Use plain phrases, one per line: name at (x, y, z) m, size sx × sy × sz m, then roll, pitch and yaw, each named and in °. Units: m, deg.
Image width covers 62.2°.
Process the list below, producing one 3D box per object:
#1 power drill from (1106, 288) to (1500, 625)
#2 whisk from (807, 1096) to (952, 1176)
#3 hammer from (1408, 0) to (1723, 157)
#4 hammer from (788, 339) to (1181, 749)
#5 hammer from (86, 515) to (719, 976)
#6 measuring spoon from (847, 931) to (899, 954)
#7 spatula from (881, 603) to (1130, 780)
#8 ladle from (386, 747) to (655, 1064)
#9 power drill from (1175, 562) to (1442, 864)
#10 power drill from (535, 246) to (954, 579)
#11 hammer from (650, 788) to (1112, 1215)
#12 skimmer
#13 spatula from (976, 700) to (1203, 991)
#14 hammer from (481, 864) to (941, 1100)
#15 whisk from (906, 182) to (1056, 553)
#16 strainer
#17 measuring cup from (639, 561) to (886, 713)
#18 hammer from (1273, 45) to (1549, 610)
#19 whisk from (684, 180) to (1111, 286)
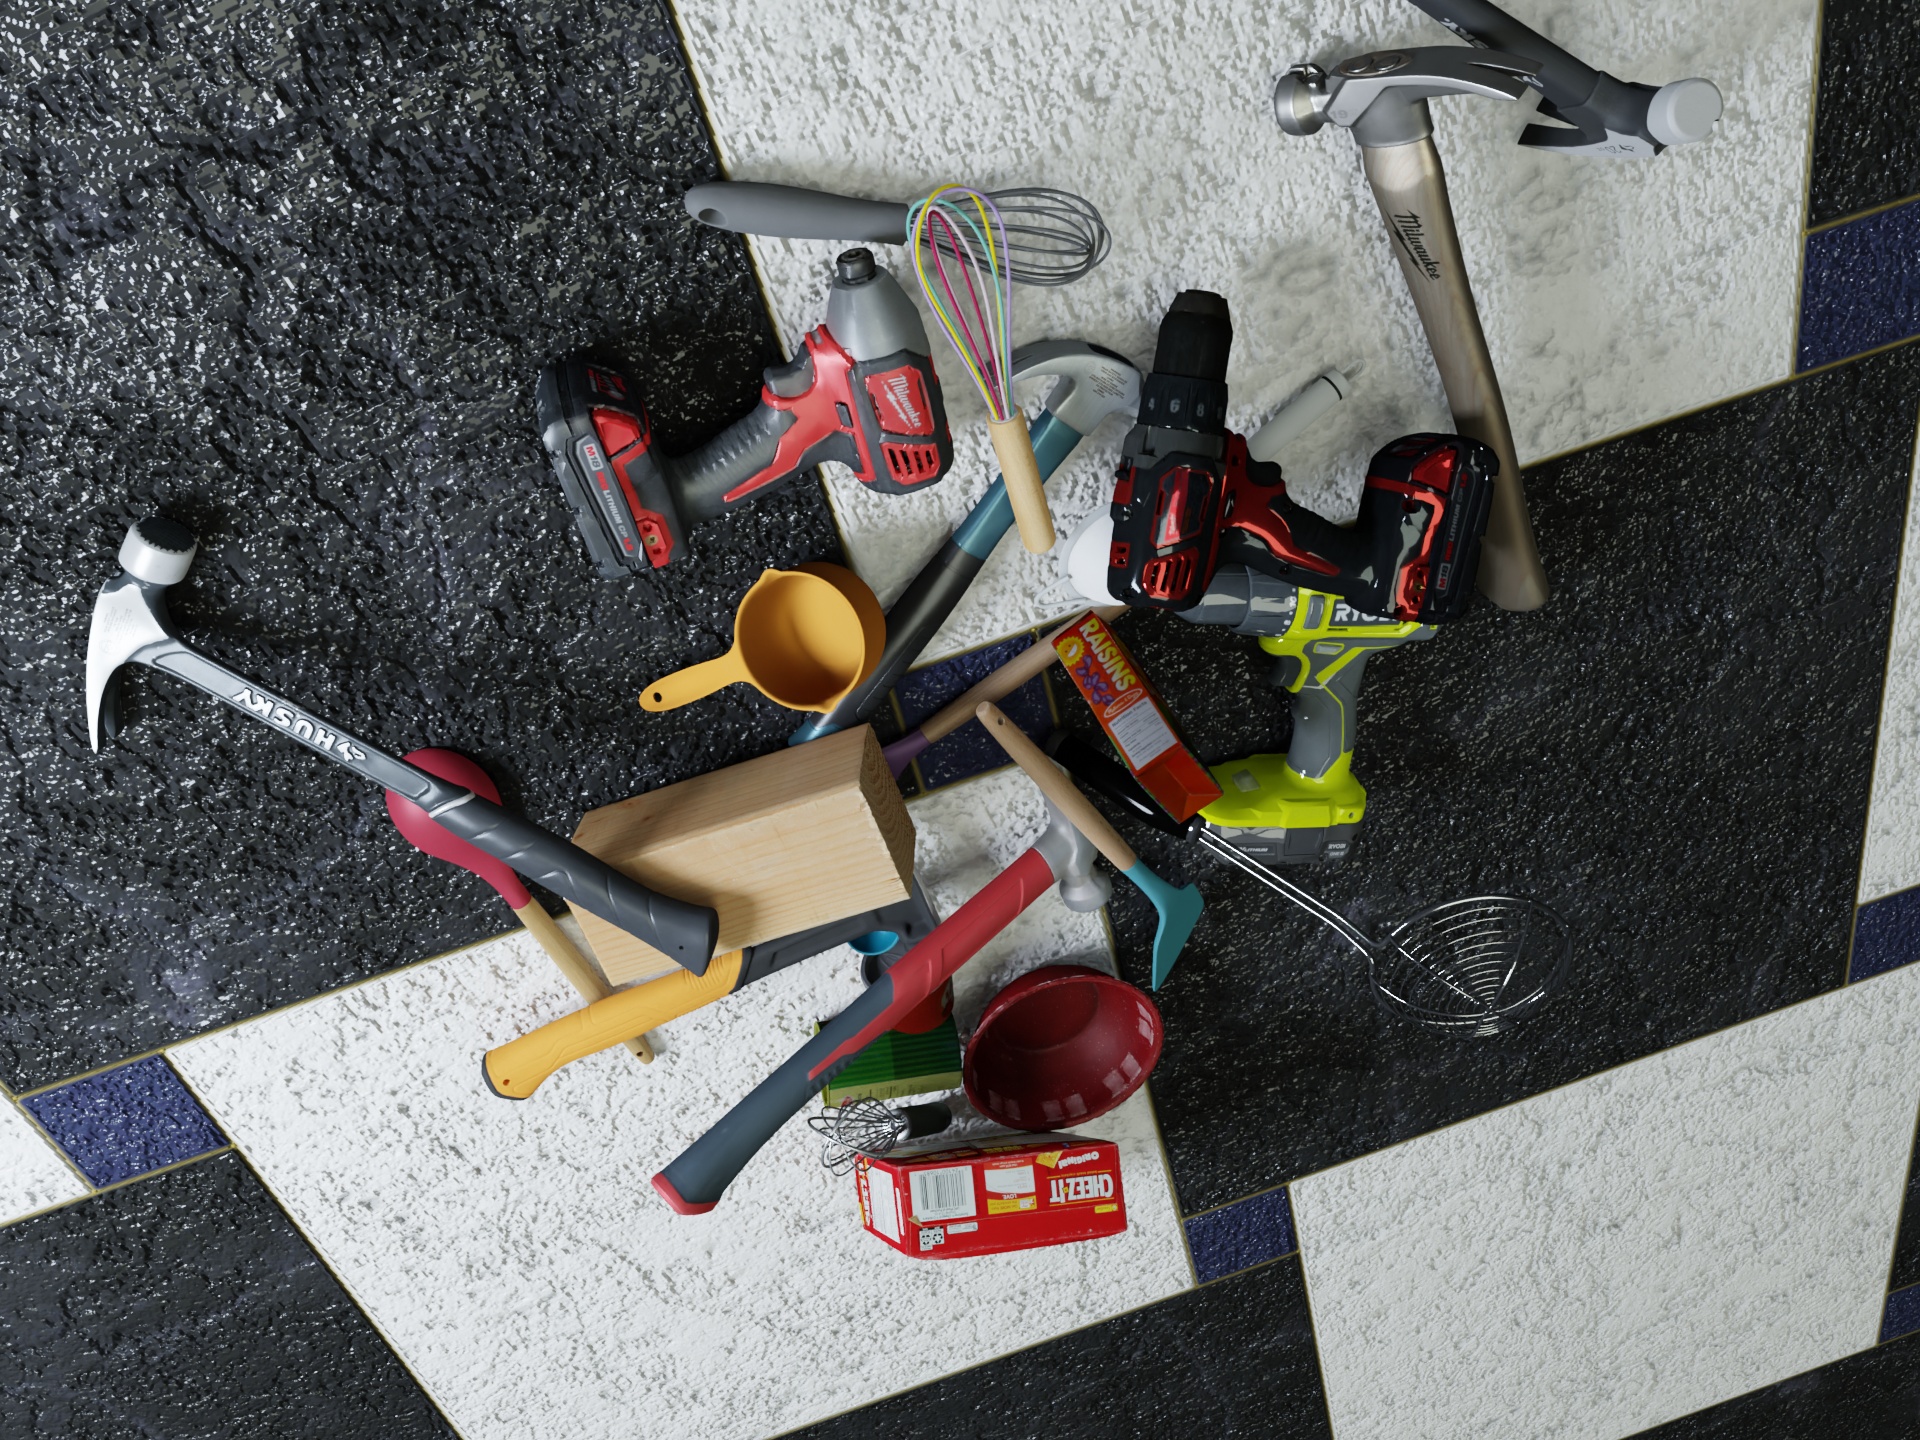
power drill at (0.204, -0.152, 0.965) m, size 0.226 × 0.080 × 0.188 m, roll 6°, pitch 101°, yaw -15°
whisk at (-0.051, 0.301, 1.180) m, size 0.058 × 0.059 × 0.246 m, roll -68°, pitch 161°, yaw -3°
hammer at (0.236, -0.396, 0.846) m, size 0.334 × 0.146 × 0.035 m, roll 26°, pitch 100°, yaw -15°
hammer at (-0.002, -0.098, 1.012) m, size 0.128 × 0.033 × 0.331 m, roll 27°, pitch 112°, yaw -29°
hammer at (-0.325, 0.044, 0.949) m, size 0.408 × 0.036 × 0.149 m, roll 31°, pitch 114°, yaw -11°
measuring spoon at (-0.105, 0.140, 1.150) m, size 0.128 × 0.021 × 0.042 m, roll 12°, pitch 112°, yaw -16°
spatula at (-0.002, -0.003, 1.083) m, size 0.316 × 0.018 × 0.059 m, roll -35°, pitch 139°, yaw 9°
ladle at (-0.290, 0.141, 1.096) m, size 0.069 × 0.031 × 0.315 m, roll -25°, pitch 127°, yaw 2°
power drill at (0.221, -0.015, 1.102) m, size 0.190 × 0.080 × 0.228 m, roll -1°, pitch 120°, yaw -15°
power drill at (-0.119, -0.175, 0.900) m, size 0.219 × 0.079 × 0.143 m, roll -18°, pitch 129°, yaw -5°
hammer at (-0.056, 0.180, 1.078) m, size 0.386 × 0.038 × 0.143 m, roll -39°, pitch 126°, yaw -21°
skimmer at (0.223, 0.092, 1.064) m, size 0.090 × 0.363 × 0.127 m, roll -36°, pitch 149°, yaw -41°
spatula at (0.096, 0.086, 1.125) m, size 0.317 × 0.044 × 0.082 m, roll 47°, pitch 66°, yaw -35°
hammer at (-0.181, 0.179, 1.119) m, size 0.337 × 0.034 × 0.127 m, roll -23°, pitch 119°, yaw -1°
whisk at (0.016, -0.190, 0.904) m, size 0.051 × 0.047 × 0.244 m, roll 1°, pitch 137°, yaw 21°
strainer at (0.158, -0.145, 1.011) m, size 0.258 × 0.050 × 0.086 m, roll -40°, pitch 137°, yaw 2°
measuring cup at (-0.125, -0.043, 1.007) m, size 0.173 × 0.052 × 0.095 m, roll -19°, pitch 99°, yaw 27°
hammer at (0.317, -0.217, 0.975) m, size 0.038 × 0.146 × 0.410 m, roll -52°, pitch 133°, yaw -22°
whisk at (-0.032, -0.276, 0.882) m, size 0.239 × 0.055 × 0.055 m, roll 2°, pitch 122°, yaw -12°
